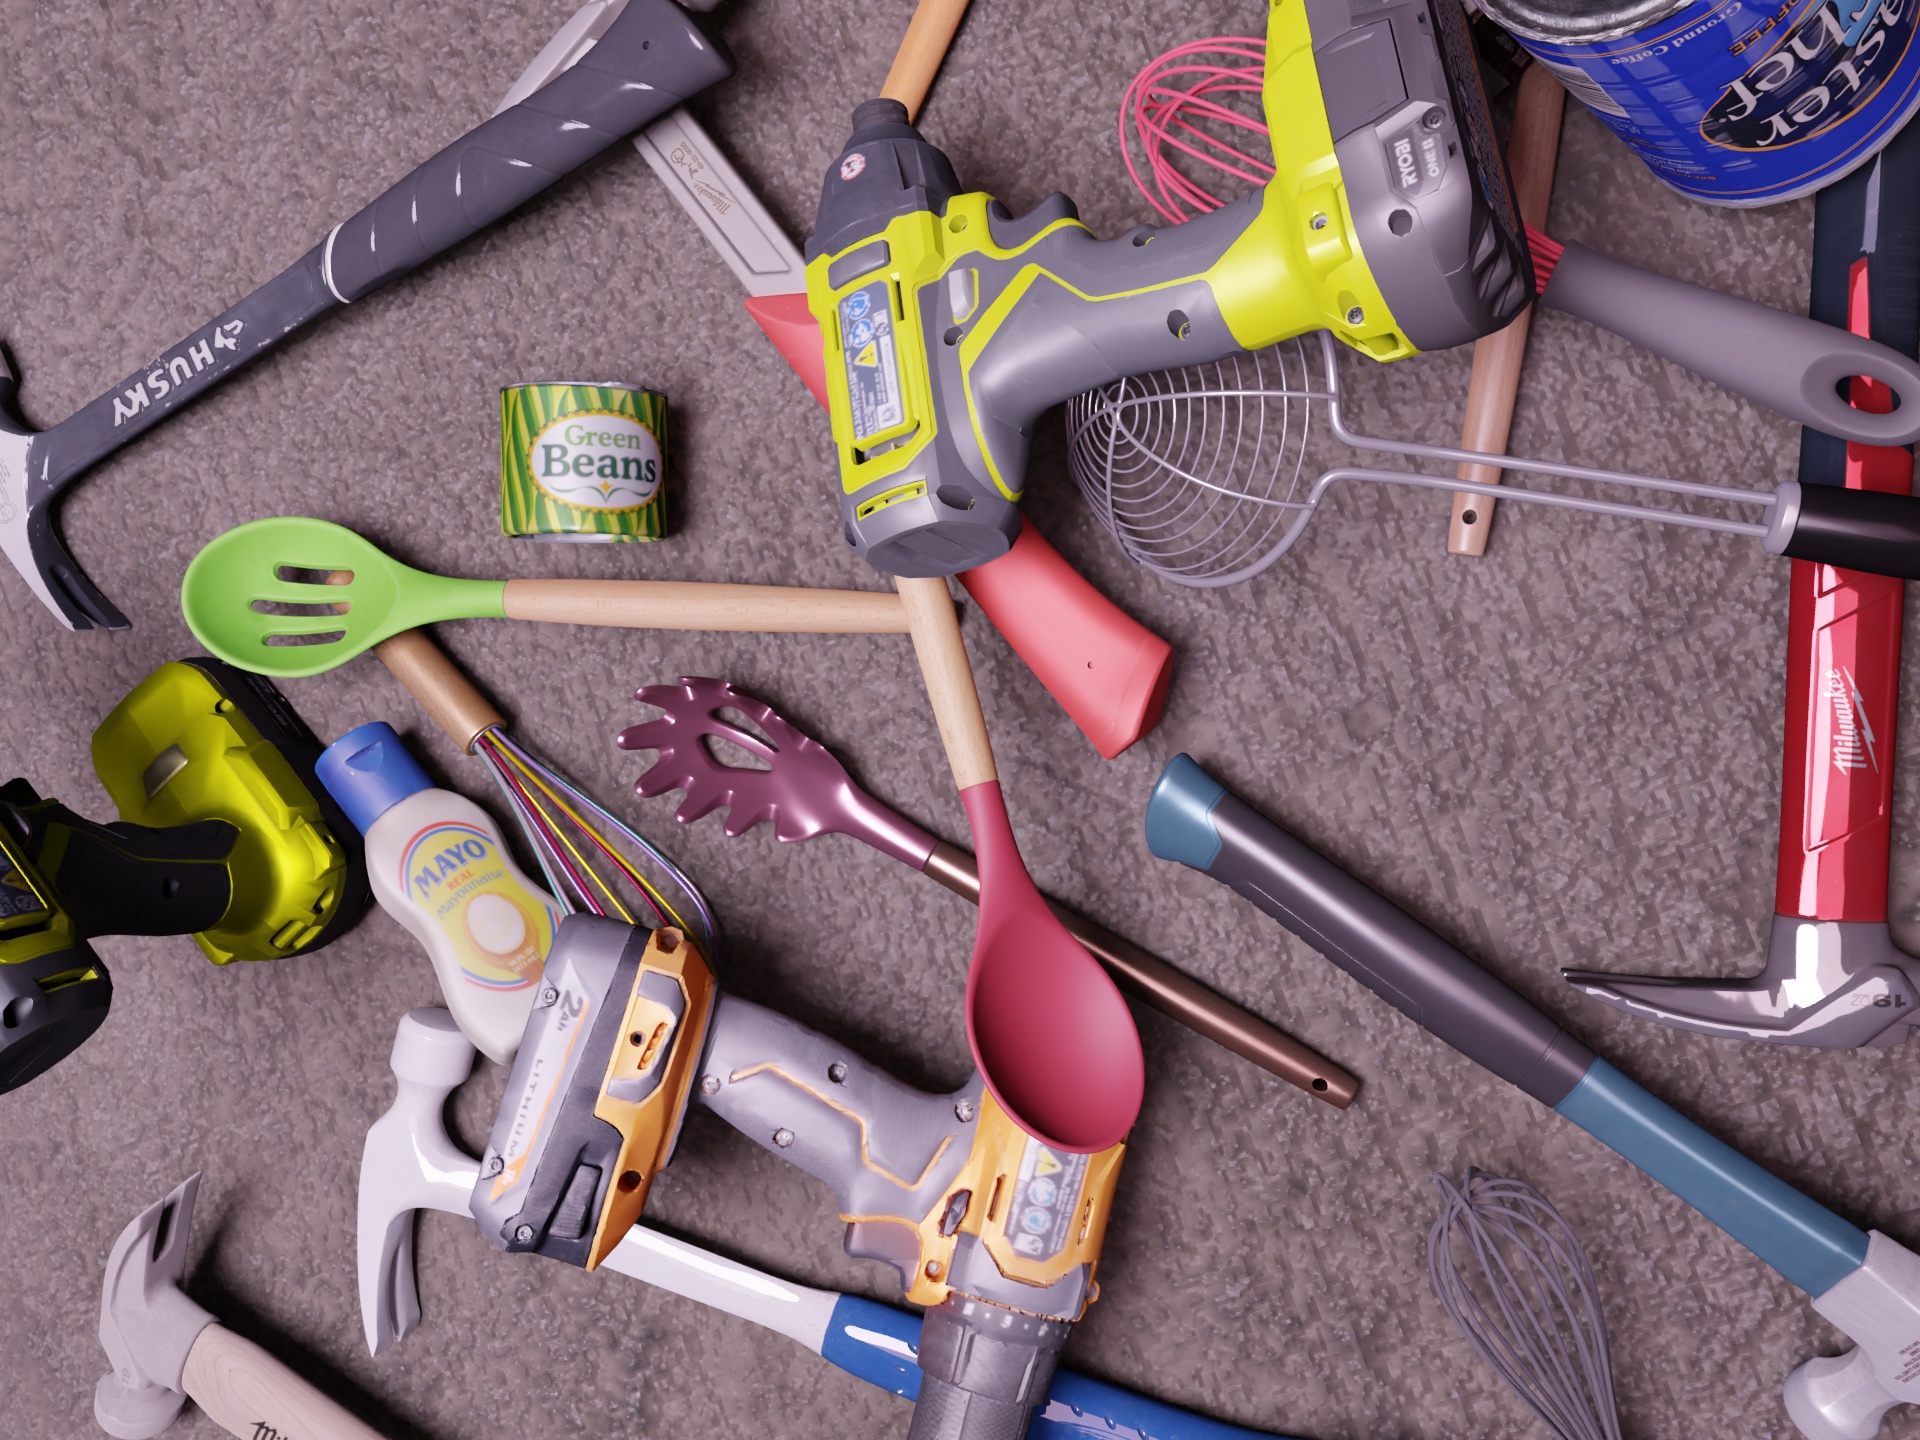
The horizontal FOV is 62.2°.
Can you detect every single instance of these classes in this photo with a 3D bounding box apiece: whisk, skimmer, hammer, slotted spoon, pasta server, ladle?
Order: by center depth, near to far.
[{"bbox_3d":[0.210,-0.086,0.544,0.363,0.090,0.127,11,111,11],"label":"skimmer"},{"bbox_3d":[0.186,-0.162,0.545,0.296,0.073,0.073,28,98,15],"label":"whisk"},{"bbox_3d":[0.293,-0.081,0.552,0.143,0.038,0.386,2,93,14],"label":"hammer"},{"bbox_3d":[0.204,0.120,0.563,0.331,0.033,0.128,35,135,15],"label":"hammer"},{"bbox_3d":[-0.001,-0.002,0.569,0.031,0.069,0.315,-25,79,53],"label":"ladle"},{"bbox_3d":[0.230,0.265,0.571,0.055,0.055,0.239,-26,94,12],"label":"whisk"},{"bbox_3d":[-0.049,-0.129,0.618,0.149,0.036,0.359,-40,83,20],"label":"hammer"},{"bbox_3d":[0.010,0.069,0.621,0.316,0.040,0.060,29,110,9],"label":"pasta server"},{"bbox_3d":[-0.064,0.246,0.645,0.405,0.035,0.144,16,95,12],"label":"hammer"},{"bbox_3d":[-0.158,-0.046,0.645,0.314,0.031,0.070,2,73,5],"label":"slotted spoon"},{"bbox_3d":[-0.184,0.340,0.648,0.411,0.038,0.146,29,120,10],"label":"hammer"},{"bbox_3d":[-0.265,-0.173,0.651,0.409,0.036,0.149,-24,89,20],"label":"hammer"},{"bbox_3d":[-0.185,0.025,0.664,0.051,0.047,0.245,-45,78,-2],"label":"whisk"}]

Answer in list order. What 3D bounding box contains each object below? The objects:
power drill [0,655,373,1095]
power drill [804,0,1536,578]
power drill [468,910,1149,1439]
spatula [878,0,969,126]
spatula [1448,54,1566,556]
[{"bbox_3d":[-0.341,0.032,0.599,0.080,0.228,0.190,-40,83,11],"label":"power drill"},{"bbox_3d":[0.050,-0.158,0.506,0.223,0.080,0.171,-16,72,30],"label":"power drill"},{"bbox_3d":[-0.057,0.178,0.581,0.226,0.084,0.185,17,79,-6],"label":"power drill"},{"bbox_3d":[0.020,-0.342,0.602,0.081,0.041,0.322,27,99,13],"label":"spatula"},{"bbox_3d":[0.206,-0.217,0.576,0.060,0.018,0.316,9,94,25],"label":"spatula"}]
